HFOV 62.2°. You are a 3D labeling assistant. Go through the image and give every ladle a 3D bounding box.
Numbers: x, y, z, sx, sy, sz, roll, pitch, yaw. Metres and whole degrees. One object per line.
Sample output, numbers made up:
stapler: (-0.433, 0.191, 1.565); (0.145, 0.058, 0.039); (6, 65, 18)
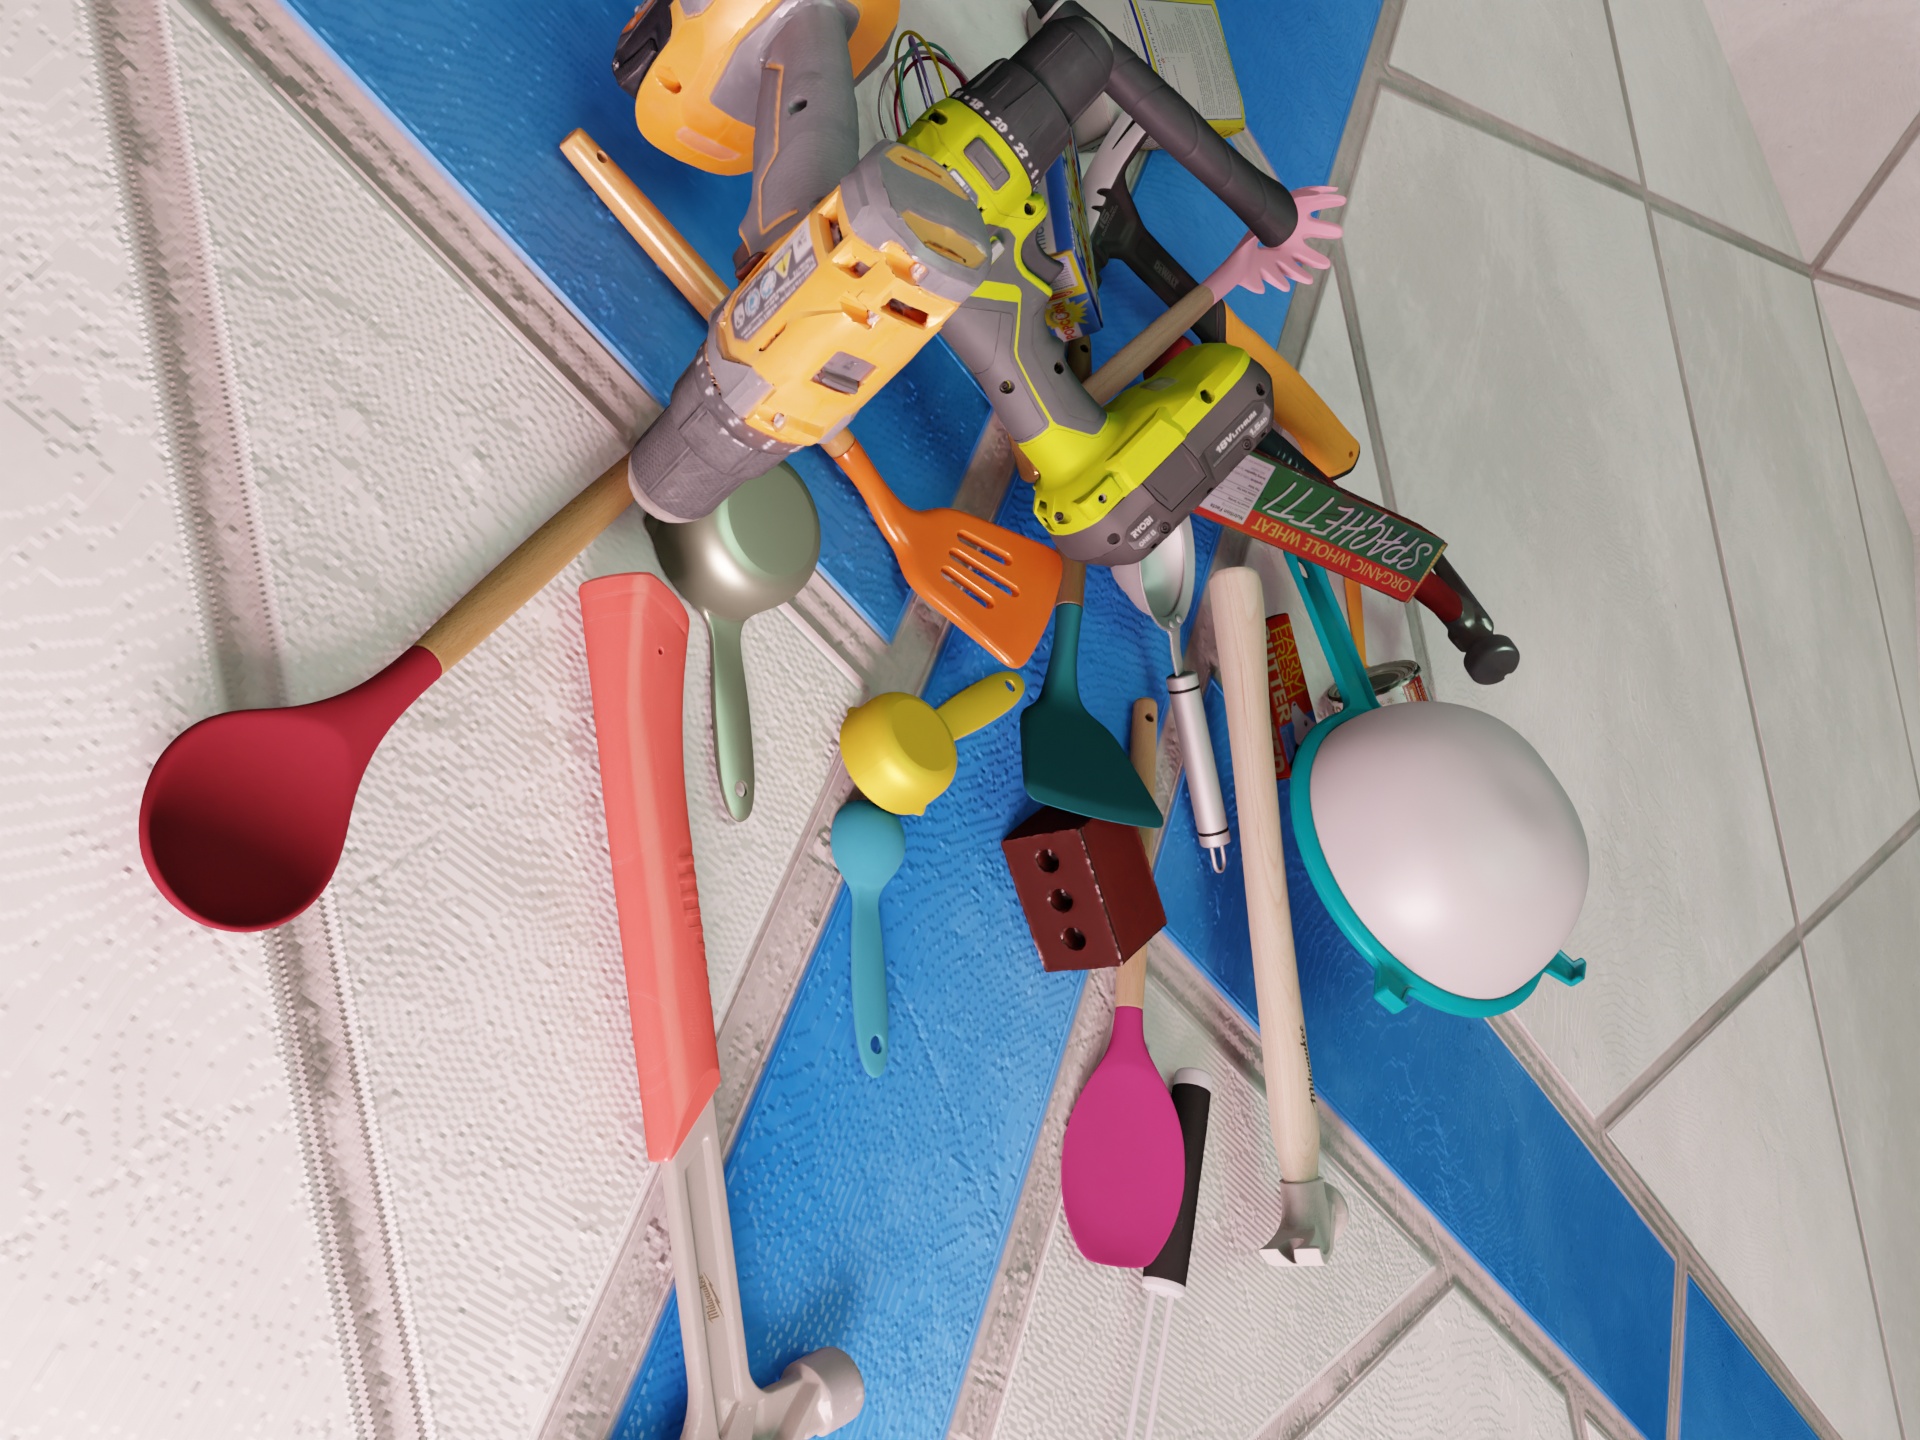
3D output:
ladle: (-0.183, -0.038, 0.595); (0.069, 0.031, 0.315); (60, 41, -24)

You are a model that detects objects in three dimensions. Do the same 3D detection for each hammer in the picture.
hammer: (0.252, -0.156, 1.095); (0.386, 0.038, 0.143); (30, 28, -37)
hammer: (0.039, -0.389, 0.846); (0.408, 0.036, 0.149); (33, 37, -27)
hammer: (0.181, -0.257, 1.049); (0.336, 0.034, 0.127); (30, 83, -45)
hammer: (0.182, 0.107, 0.944); (0.146, 0.038, 0.411); (27, 57, -69)
hammer: (-0.120, 0.121, 0.622); (0.149, 0.037, 0.359); (-3, 84, -50)

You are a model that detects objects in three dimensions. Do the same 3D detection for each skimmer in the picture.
skimmer: (0.105, 0.338, 0.788); (0.127, 0.090, 0.364); (21, 58, -10)

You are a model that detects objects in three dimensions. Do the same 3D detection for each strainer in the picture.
strainer: (0.129, -0.030, 0.949); (0.087, 0.050, 0.258); (-29, 109, -57)
strainer: (0.293, 0.010, 0.993); (0.211, 0.095, 0.341); (1, 62, -36)

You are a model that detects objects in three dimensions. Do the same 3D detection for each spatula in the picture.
spatula: (-0.064, -0.149, 0.751); (0.322, 0.041, 0.081); (46, 50, -31)
spatula: (0.068, -0.089, 0.880); (0.082, 0.044, 0.318); (14, 64, -23)

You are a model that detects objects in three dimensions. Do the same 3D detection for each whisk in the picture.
whisk: (0.008, -0.249, 0.865); (0.051, 0.047, 0.245); (-34, 111, -50)

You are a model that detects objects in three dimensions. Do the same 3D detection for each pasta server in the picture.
pasta server: (0.137, -0.236, 0.938); (0.316, 0.040, 0.060); (-45, 146, -33)

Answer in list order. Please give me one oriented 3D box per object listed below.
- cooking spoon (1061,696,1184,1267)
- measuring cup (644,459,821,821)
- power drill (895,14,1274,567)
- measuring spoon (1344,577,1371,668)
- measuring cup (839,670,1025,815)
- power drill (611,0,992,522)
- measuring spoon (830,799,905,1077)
cooking spoon: (0.095, 0.134, 0.877); (0.068, 0.017, 0.319); (11, 66, -12)
measuring cup: (-0.091, -0.041, 0.692); (0.083, 0.038, 0.168); (8, 73, -48)
power drill: (0.051, -0.208, 0.792); (0.190, 0.080, 0.228); (-45, 114, -1)
measuring spoon: (0.297, -0.080, 1.180); (0.021, 0.011, 0.117); (8, 75, -49)
measuring cup: (-0.001, -0.003, 0.789); (0.062, 0.029, 0.156); (56, 38, 2)
power drill: (-0.083, -0.204, 0.641); (0.084, 0.185, 0.226); (13, 53, -41)
measuring spoon: (-0.037, 0.099, 0.734); (0.042, 0.021, 0.129); (11, 71, -48)
